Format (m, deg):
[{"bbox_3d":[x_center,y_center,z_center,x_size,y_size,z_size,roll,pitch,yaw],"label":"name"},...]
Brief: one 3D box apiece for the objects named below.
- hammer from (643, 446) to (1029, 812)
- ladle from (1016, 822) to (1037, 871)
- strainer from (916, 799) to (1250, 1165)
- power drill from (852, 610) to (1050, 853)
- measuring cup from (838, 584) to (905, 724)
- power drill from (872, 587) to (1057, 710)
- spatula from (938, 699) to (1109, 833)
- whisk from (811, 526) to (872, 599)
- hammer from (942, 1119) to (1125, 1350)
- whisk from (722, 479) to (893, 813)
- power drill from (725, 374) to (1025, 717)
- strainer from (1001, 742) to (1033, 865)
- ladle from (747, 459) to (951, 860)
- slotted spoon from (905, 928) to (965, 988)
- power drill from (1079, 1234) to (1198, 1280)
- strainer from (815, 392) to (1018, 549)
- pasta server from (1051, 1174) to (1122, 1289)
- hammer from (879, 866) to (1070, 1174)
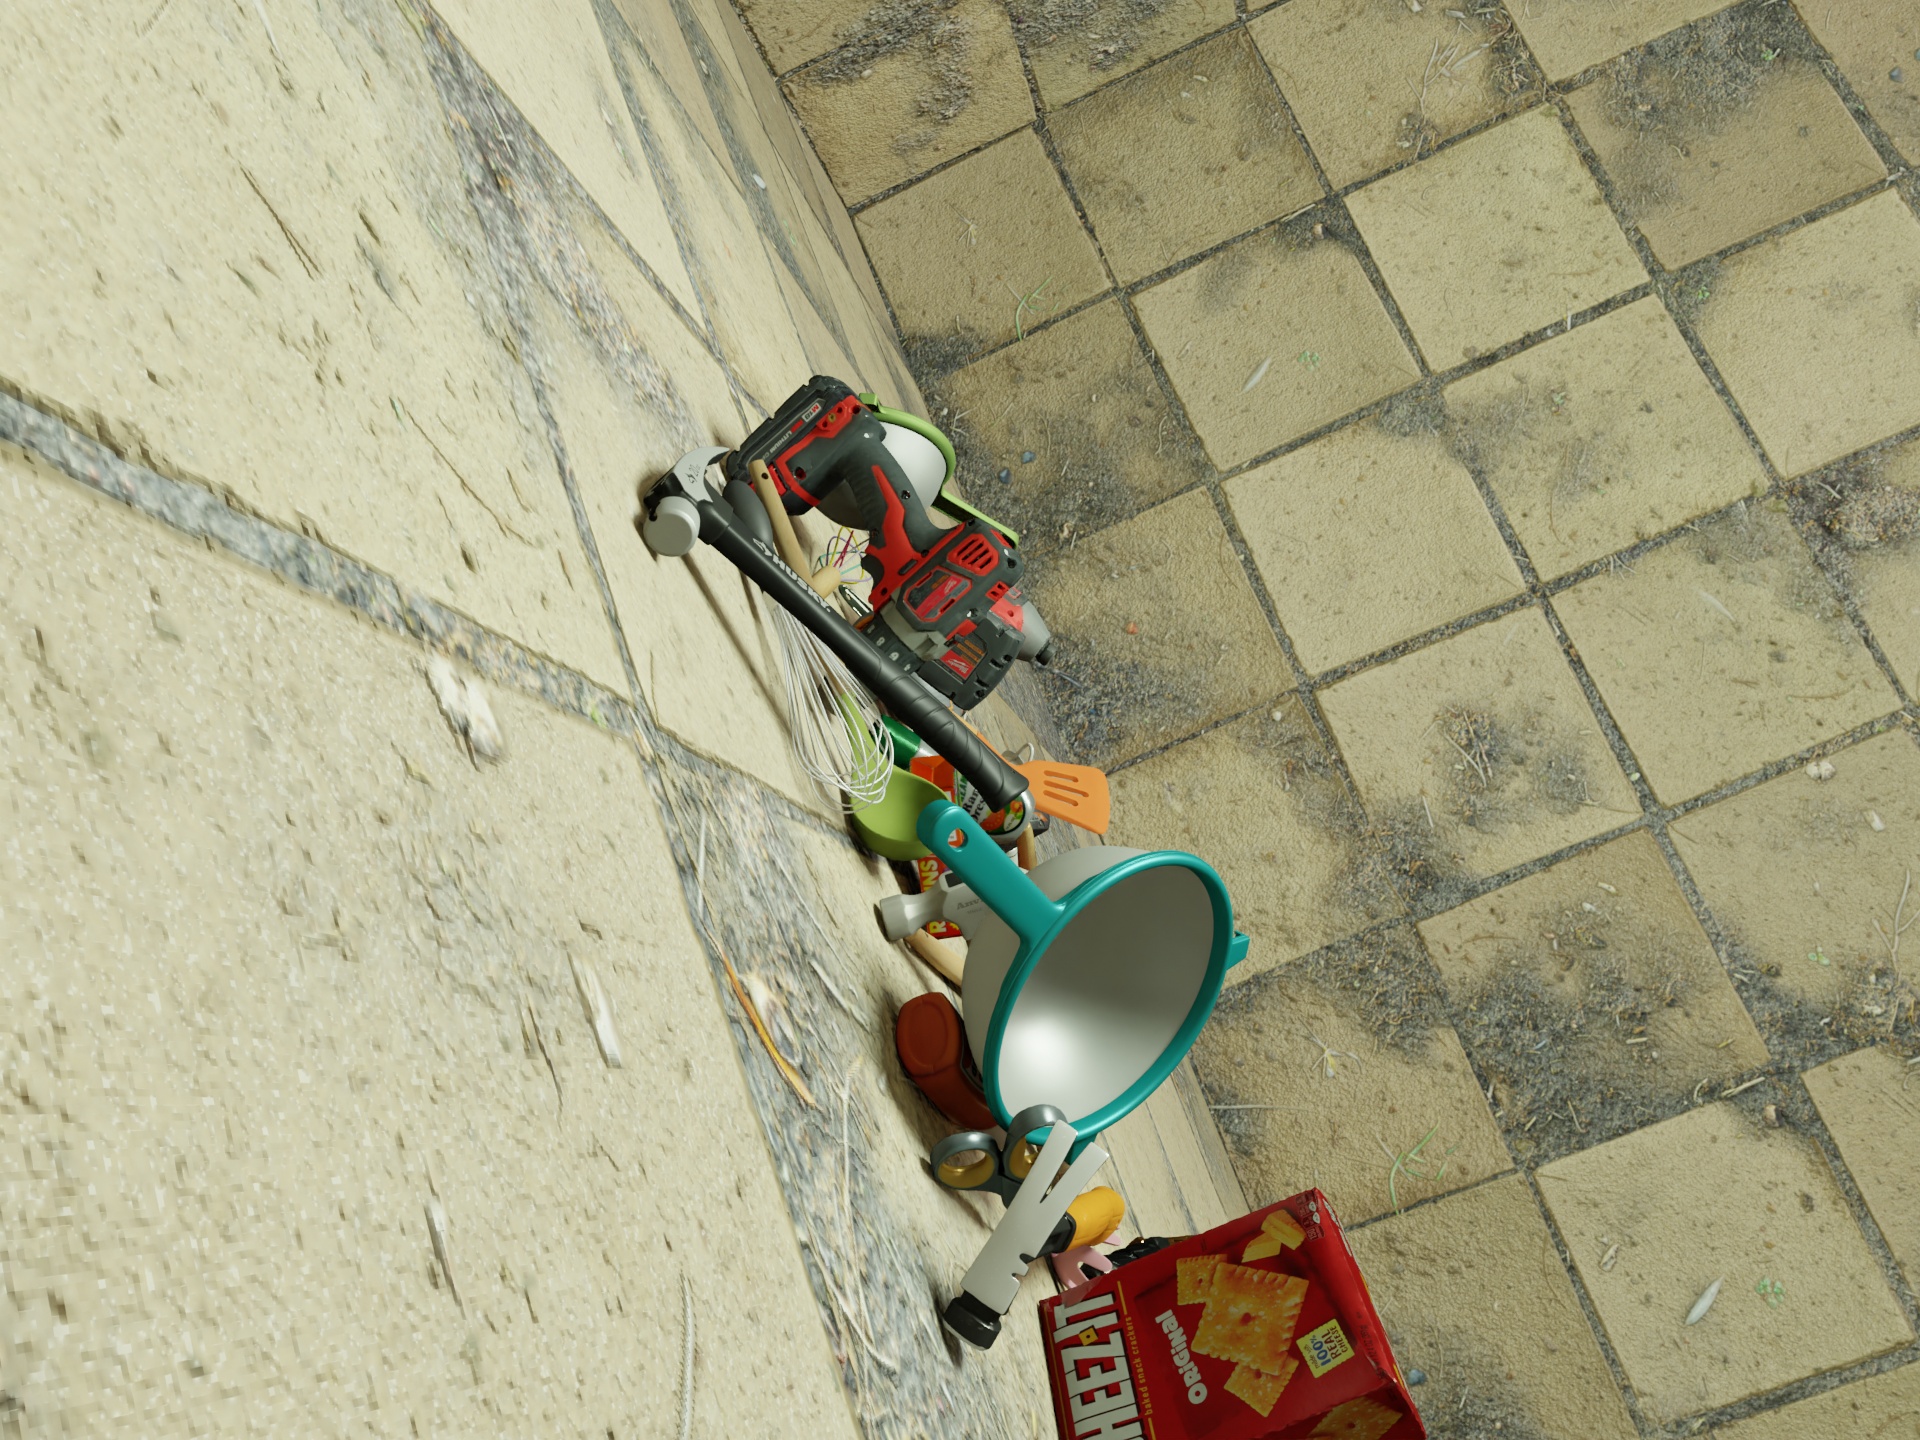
[{"bbox_3d":[-0.073,-0.052,1.055,0.334,0.035,0.146,43,19,-23],"label":"hammer"},{"bbox_3d":[0.064,0.166,1.476,0.069,0.031,0.315,59,-11,28],"label":"ladle"},{"bbox_3d":[0.042,0.127,0.986,0.095,0.211,0.340,32,-12,44],"label":"strainer"},{"bbox_3d":[-0.004,0.010,1.435,0.164,0.084,0.227,5,59,-56],"label":"power drill"},{"bbox_3d":[-0.070,-0.059,1.506,0.167,0.038,0.083,48,33,-18],"label":"measuring cup"},{"bbox_3d":[0.012,-0.084,1.380,0.143,0.078,0.220,38,16,2],"label":"power drill"},{"bbox_3d":[-0.002,-0.004,1.330,0.322,0.041,0.081,37,34,-23],"label":"spatula"},{"bbox_3d":[-0.114,-0.132,1.393,0.245,0.051,0.047,-68,168,-73],"label":"whisk"},{"bbox_3d":[0.070,0.317,1.015,0.034,0.127,0.336,31,-4,18],"label":"hammer"},{"bbox_3d":[-0.116,-0.059,1.117,0.285,0.070,0.070,64,6,26],"label":"whisk"},{"bbox_3d":[-0.084,-0.132,1.231,0.227,0.188,0.080,50,7,15],"label":"power drill"},{"bbox_3d":[0.045,0.120,1.547,0.258,0.050,0.087,89,-21,-45],"label":"strainer"},{"bbox_3d":[-0.089,-0.047,1.167,0.062,0.078,0.320,-27,-97,54],"label":"ladle"},{"bbox_3d":[0.015,0.216,1.293,0.070,0.031,0.313,62,6,30],"label":"slotted spoon"},{"bbox_3d":[0.193,0.503,1.237,0.185,0.084,0.226,20,28,-48],"label":"power drill"},{"bbox_3d":[-0.043,-0.185,1.396,0.256,0.151,0.069,25,59,-38],"label":"strainer"},{"bbox_3d":[0.096,0.385,1.309,0.040,0.060,0.316,30,5,1],"label":"pasta server"},{"bbox_3d":[0.046,0.234,1.205,0.031,0.130,0.331,-109,-179,-54],"label":"hammer"}]
